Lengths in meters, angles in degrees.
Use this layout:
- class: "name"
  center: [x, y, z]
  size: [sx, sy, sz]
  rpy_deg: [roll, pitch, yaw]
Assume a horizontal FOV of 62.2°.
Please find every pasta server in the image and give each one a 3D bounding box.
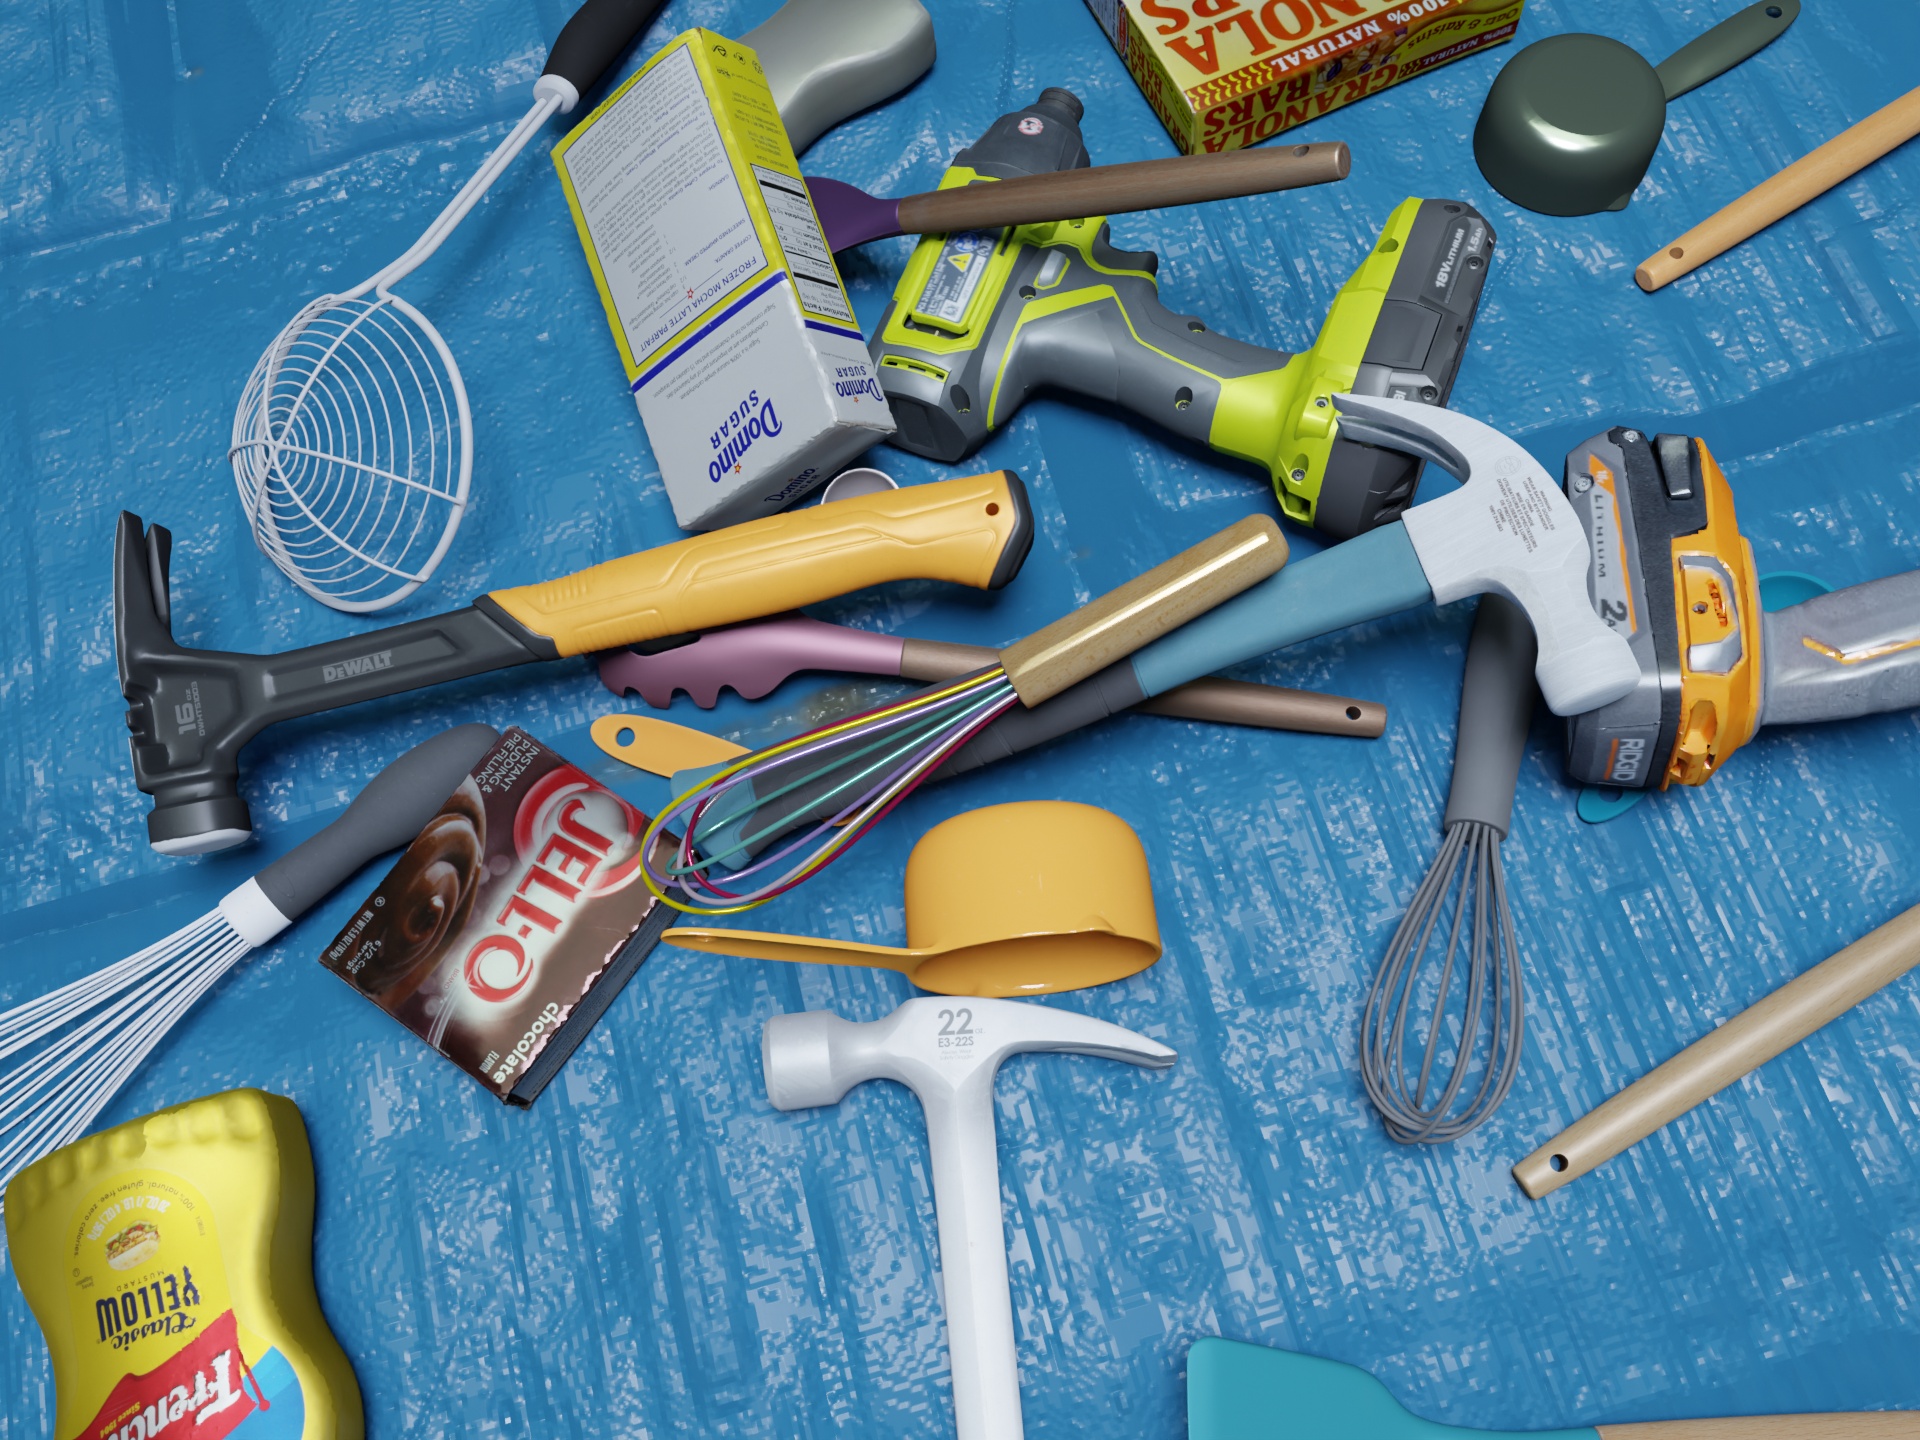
- class: "pasta server"
  center: [0.005, -0.020, 0.617]
  size: [0.316, 0.040, 0.060]
  rpy_deg: [8, 85, 2]

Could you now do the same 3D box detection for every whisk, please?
- class: "whisk"
  center: [0.187, 0.037, 0.574]
  size: [0.055, 0.055, 0.239]
  rpy_deg: [14, 67, 9]
- class: "whisk"
  center: [-0.287, 0.092, 0.585]
  size: [0.284, 0.070, 0.070]
  rpy_deg: [-39, 71, -15]
- class: "whisk"
  center: [0.000, 0.000, 0.538]
  size: [0.245, 0.051, 0.047]
  rpy_deg: [-29, 90, 6]

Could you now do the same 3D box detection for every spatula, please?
- class: "spatula"
  center: [0.425, -0.266, 0.684]
  size: [0.322, 0.041, 0.081]
  rpy_deg: [-32, 71, -3]
- class: "spatula"
  center: [0.001, -0.202, 0.624]
  size: [0.316, 0.018, 0.060]
  rpy_deg: [6, 65, 35]
- class: "spatula"
  center: [0.230, 0.231, 0.498]
  size: [0.317, 0.044, 0.082]
  rpy_deg: [-3, 66, 2]

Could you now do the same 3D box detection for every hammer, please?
- class: "hammer"
  center: [0.049, -0.015, 0.560]
  size: [0.331, 0.033, 0.128]
  rpy_deg: [-20, 70, 13]
- class: "hammer"
  center: [0.021, 0.286, 0.496]
  size: [0.144, 0.035, 0.406]
  rpy_deg: [-7, 69, 2]
- class: "hammer"
  center: [-0.140, -0.047, 0.585]
  size: [0.337, 0.034, 0.127]
  rpy_deg: [-13, 82, 0]

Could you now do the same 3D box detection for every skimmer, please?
- class: "skimmer"
  center: [-0.196, -0.214, 0.703]
  size: [0.127, 0.090, 0.363]
  rpy_deg: [9, 58, 29]

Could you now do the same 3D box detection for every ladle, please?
- class: "ladle"
  center: [0.329, 0.077, 0.557]
  size: [0.320, 0.062, 0.078]
  rpy_deg: [-32, 70, -1]

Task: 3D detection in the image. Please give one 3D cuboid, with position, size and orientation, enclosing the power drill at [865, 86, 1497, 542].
- class: "power drill"
  center: [0.089, -0.169, 0.644]
  size: [0.223, 0.080, 0.171]
  rpy_deg: [19, 73, 14]

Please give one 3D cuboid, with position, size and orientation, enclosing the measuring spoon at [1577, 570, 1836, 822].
- class: "measuring spoon"
  center: [0.280, -0.004, 0.601]
  size: [0.128, 0.021, 0.042]
  rpy_deg: [-43, 60, -2]

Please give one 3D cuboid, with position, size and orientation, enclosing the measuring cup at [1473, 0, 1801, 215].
- class: "measuring cup"
  center: [0.302, -0.283, 0.689]
  size: [0.167, 0.038, 0.083]
  rpy_deg: [-32, 70, -6]

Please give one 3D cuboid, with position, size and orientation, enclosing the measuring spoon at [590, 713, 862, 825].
- class: "measuring spoon"
  center: [-0.091, 0.019, 0.622]
  size: [0.117, 0.011, 0.021]
  rpy_deg: [16, 79, 14]

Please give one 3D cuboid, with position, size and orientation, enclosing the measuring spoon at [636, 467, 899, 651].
- class: "measuring spoon"
  center: [-0.078, -0.062, 0.650]
  size: [0.124, 0.018, 0.034]
  rpy_deg: [-31, 83, 0]

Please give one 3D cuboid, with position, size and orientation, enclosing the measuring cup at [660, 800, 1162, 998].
- class: "measuring cup"
  center: [-0.015, 0.057, 0.537]
  size: [0.173, 0.095, 0.052]
  rpy_deg: [7, 65, -23]

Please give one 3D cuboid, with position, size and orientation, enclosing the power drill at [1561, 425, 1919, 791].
- class: "power drill"
  center: [0.328, -0.053, 0.547]
  size: [0.226, 0.084, 0.164]
  rpy_deg: [0, 65, 17]
